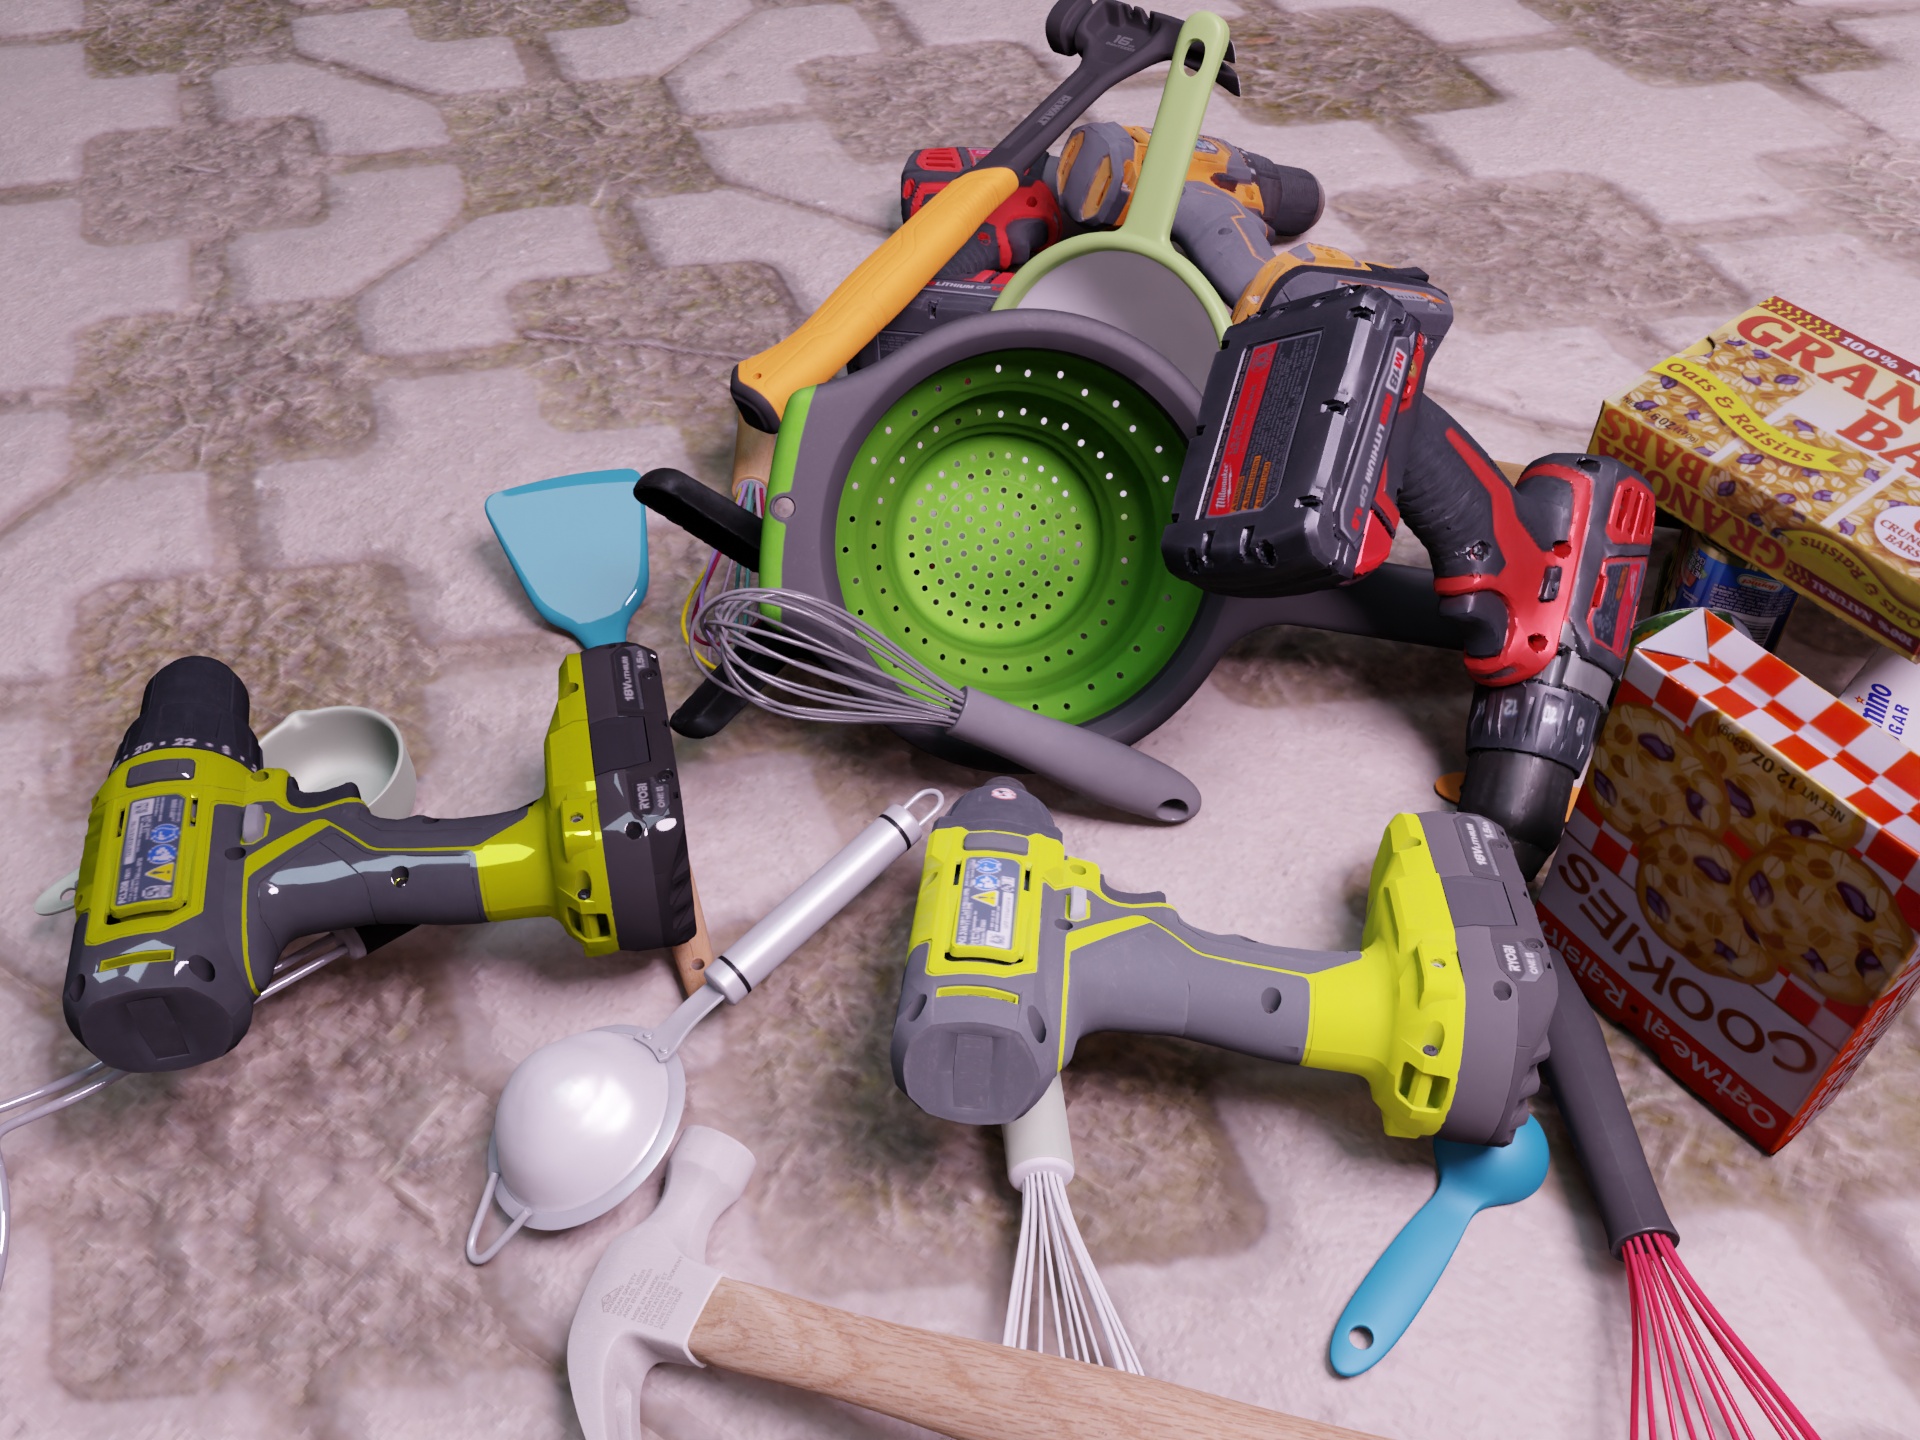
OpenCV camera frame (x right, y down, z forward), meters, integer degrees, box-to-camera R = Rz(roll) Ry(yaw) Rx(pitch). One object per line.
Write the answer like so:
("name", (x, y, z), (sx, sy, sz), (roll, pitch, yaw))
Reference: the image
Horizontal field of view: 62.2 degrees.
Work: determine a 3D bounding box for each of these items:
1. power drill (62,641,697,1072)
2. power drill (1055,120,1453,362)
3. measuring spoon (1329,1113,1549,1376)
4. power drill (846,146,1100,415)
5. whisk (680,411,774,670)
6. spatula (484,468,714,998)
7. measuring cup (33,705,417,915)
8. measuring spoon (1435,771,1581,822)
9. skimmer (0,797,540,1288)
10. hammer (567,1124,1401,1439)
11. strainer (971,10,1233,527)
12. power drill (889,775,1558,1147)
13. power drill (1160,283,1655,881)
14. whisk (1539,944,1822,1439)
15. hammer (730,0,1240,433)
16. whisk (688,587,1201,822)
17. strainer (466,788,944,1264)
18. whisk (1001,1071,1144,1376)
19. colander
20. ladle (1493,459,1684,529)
("power drill", (-0.232, 0.034, 0.647), (0.228, 0.080, 0.191), (-8, 45, -12))
("power drill", (0.181, -0.264, 0.912), (0.185, 0.084, 0.226), (-6, 46, -33))
("measuring spoon", (0.171, 0.181, 0.570), (0.042, 0.021, 0.128), (31, 56, 28))
("power drill", (0.017, -0.275, 0.959), (0.143, 0.078, 0.220), (7, 47, 11))
("whisk", (-0.116, -0.110, 0.844), (0.047, 0.051, 0.245), (-9, 45, 5))
("spatula", (-0.158, -0.002, 0.750), (0.082, 0.044, 0.318), (-13, 49, -15))
("measuring cup", (-0.328, 0.053, 0.721), (0.167, 0.038, 0.083), (-28, 52, -16))
("measuring spoon", (0.268, 0.040, 0.698), (0.117, 0.011, 0.021), (10, 54, 18))
("skimmer", (-0.300, 0.139, 0.648), (0.127, 0.090, 0.363), (34, 49, 30))
("hammer", (0.010, 0.210, 0.487), (0.331, 0.031, 0.130), (1, 46, 32))
("strainer", (0.100, -0.226, 0.823), (0.151, 0.256, 0.069), (25, 21, 25))
("power drill", (0.094, 0.082, 0.604), (0.223, 0.080, 0.171), (5, 32, 3))
("power drill", (0.190, -0.049, 0.641), (0.080, 0.226, 0.188), (1, 71, 55))
("whisk", (0.236, 0.194, 0.532), (0.073, 0.073, 0.296), (-4, 43, 1))
("hammer", (0.006, -0.272, 0.856), (0.127, 0.034, 0.337), (32, 71, 32))
("whisk", (-0.001, -0.001, 0.679), (0.239, 0.055, 0.055), (21, 47, -15))
("strainer", (-0.100, 0.107, 0.631), (0.258, 0.050, 0.087), (-41, 43, -23))
("whisk", (0.029, 0.172, 0.578), (0.059, 0.057, 0.247), (20, 38, -24))
("colander", (0.104, -0.072, 0.755), (0.397, 0.204, 0.094), (8, 6, -10))
("ladle", (0.246, -0.110, 0.735), (0.315, 0.031, 0.069), (4, 67, -29))
